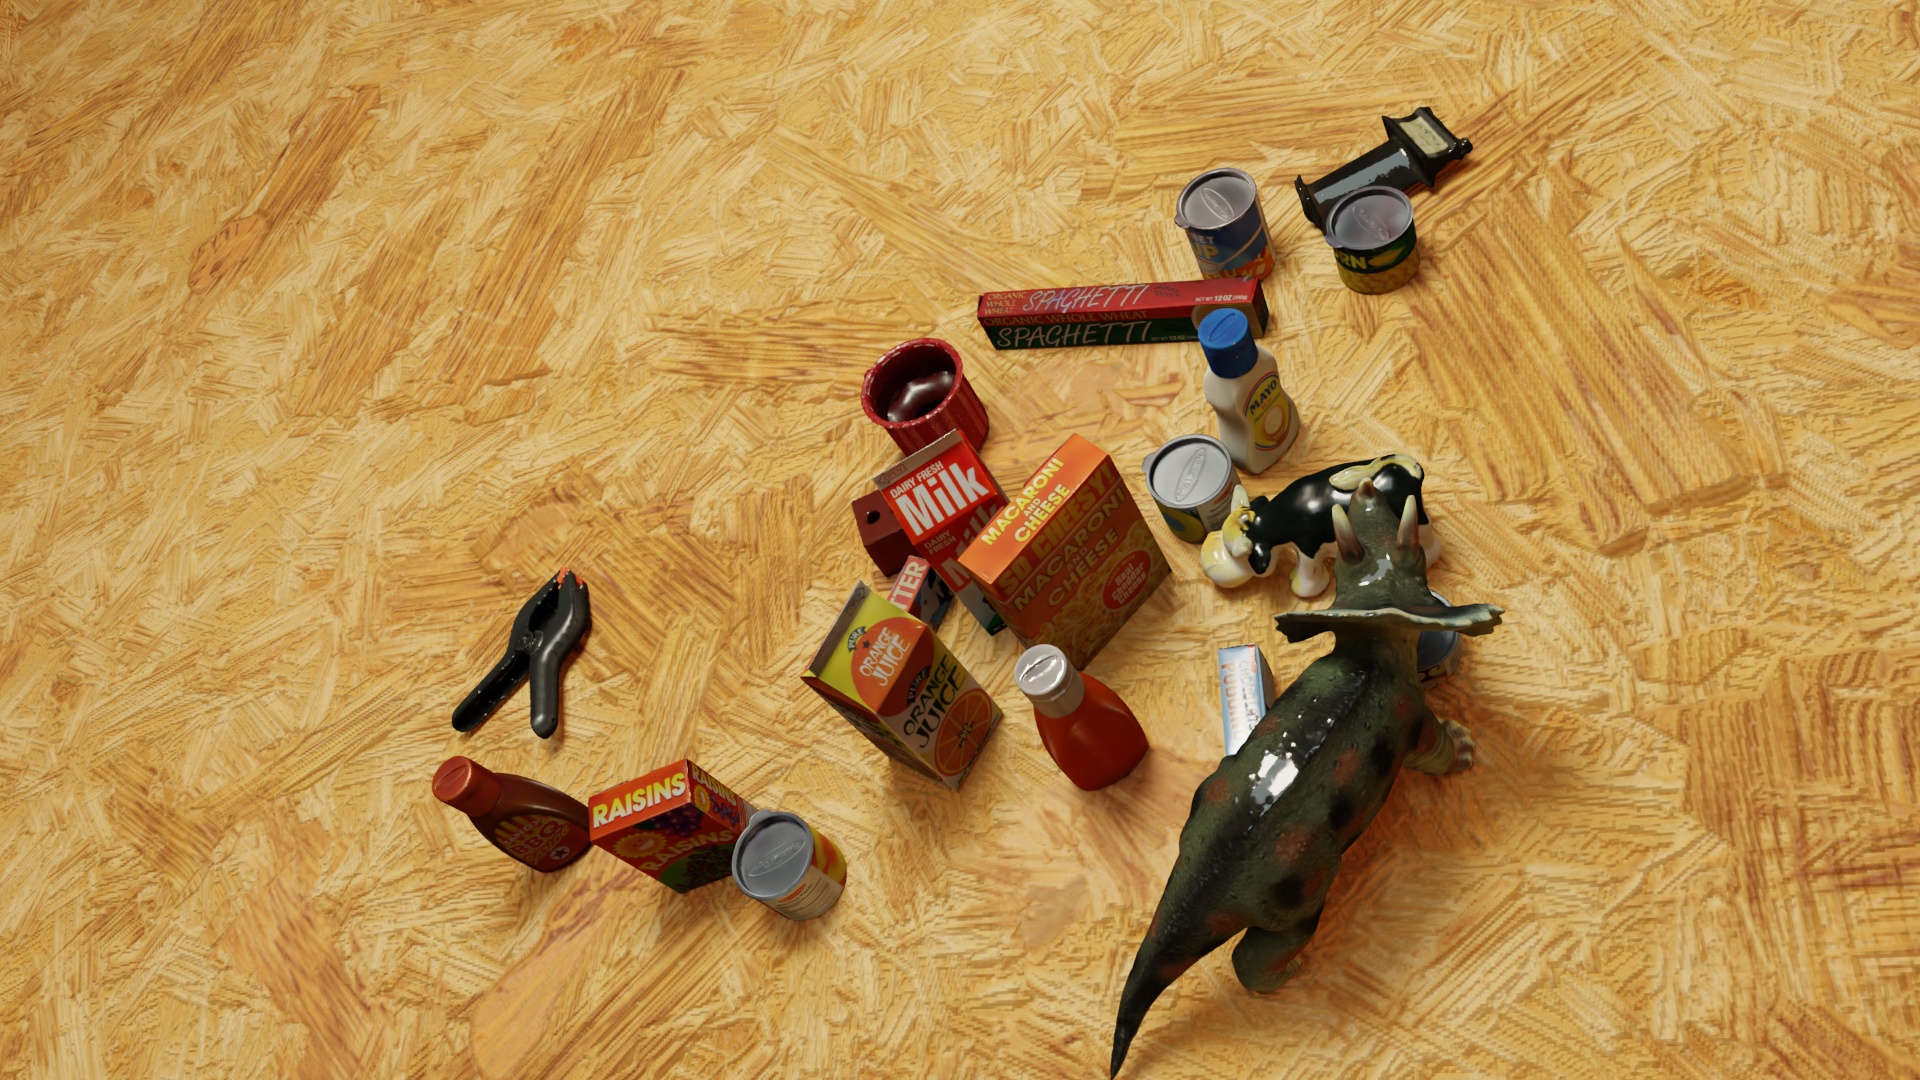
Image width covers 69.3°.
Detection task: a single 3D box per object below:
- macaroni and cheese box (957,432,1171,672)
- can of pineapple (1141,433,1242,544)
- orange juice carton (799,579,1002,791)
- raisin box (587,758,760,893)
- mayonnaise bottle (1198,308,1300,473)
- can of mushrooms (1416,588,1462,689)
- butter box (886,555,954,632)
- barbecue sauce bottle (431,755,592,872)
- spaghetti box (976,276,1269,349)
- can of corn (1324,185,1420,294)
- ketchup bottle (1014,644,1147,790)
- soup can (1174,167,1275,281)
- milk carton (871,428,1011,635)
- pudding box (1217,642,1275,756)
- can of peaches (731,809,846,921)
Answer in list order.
[{"bbox_3d":[0.078,0.017,1.000,0.124,0.166,0.040,-48,52,-9],"label":"macaroni and cheese box"},{"bbox_3d":[0.179,-0.040,1.058,0.071,0.057,0.071,-12,55,18],"label":"can of pineapple"},{"bbox_3d":[-0.047,0.102,0.988,0.073,0.192,0.072,19,70,34],"label":"orange juice carton"},{"bbox_3d":[-0.207,0.214,1.035,0.086,0.123,0.040,-22,53,11],"label":"raisin box"},{"bbox_3d":[0.212,-0.113,1.033,0.041,0.147,0.065,35,79,37],"label":"mayonnaise bottle"},{"bbox_3d":[0.304,0.067,0.946,0.071,0.033,0.071,-12,55,18],"label":"can of mushrooms"},{"bbox_3d":[-0.044,0.069,1.097,0.024,0.053,0.104,14,66,32],"label":"butter box"},{"bbox_3d":[-0.351,0.212,1.089,0.065,0.148,0.044,-36,51,1],"label":"barbecue sauce bottle"},{"bbox_3d":[0.134,-0.192,1.184,0.250,0.050,0.029,1,61,26],"label":"spaghetti box"},{"bbox_3d":[0.330,-0.239,1.116,0.071,0.058,0.071,-12,55,18],"label":"can of corn"},{"bbox_3d":[0.079,0.119,0.945,0.065,0.148,0.044,-36,51,1],"label":"ketchup bottle"},{"bbox_3d":[0.221,-0.257,1.163,0.071,0.083,0.072,-12,55,18],"label":"soup can"},{"bbox_3d":[0.004,-0.013,1.040,0.072,0.190,0.074,-32,52,4],"label":"milk carton"},{"bbox_3d":[0.198,0.119,0.952,0.030,0.049,0.084,-11,56,19],"label":"pudding box"},{"bbox_3d":[-0.126,0.238,1.023,0.071,0.058,0.071,-12,55,18],"label":"can of peaches"}]
